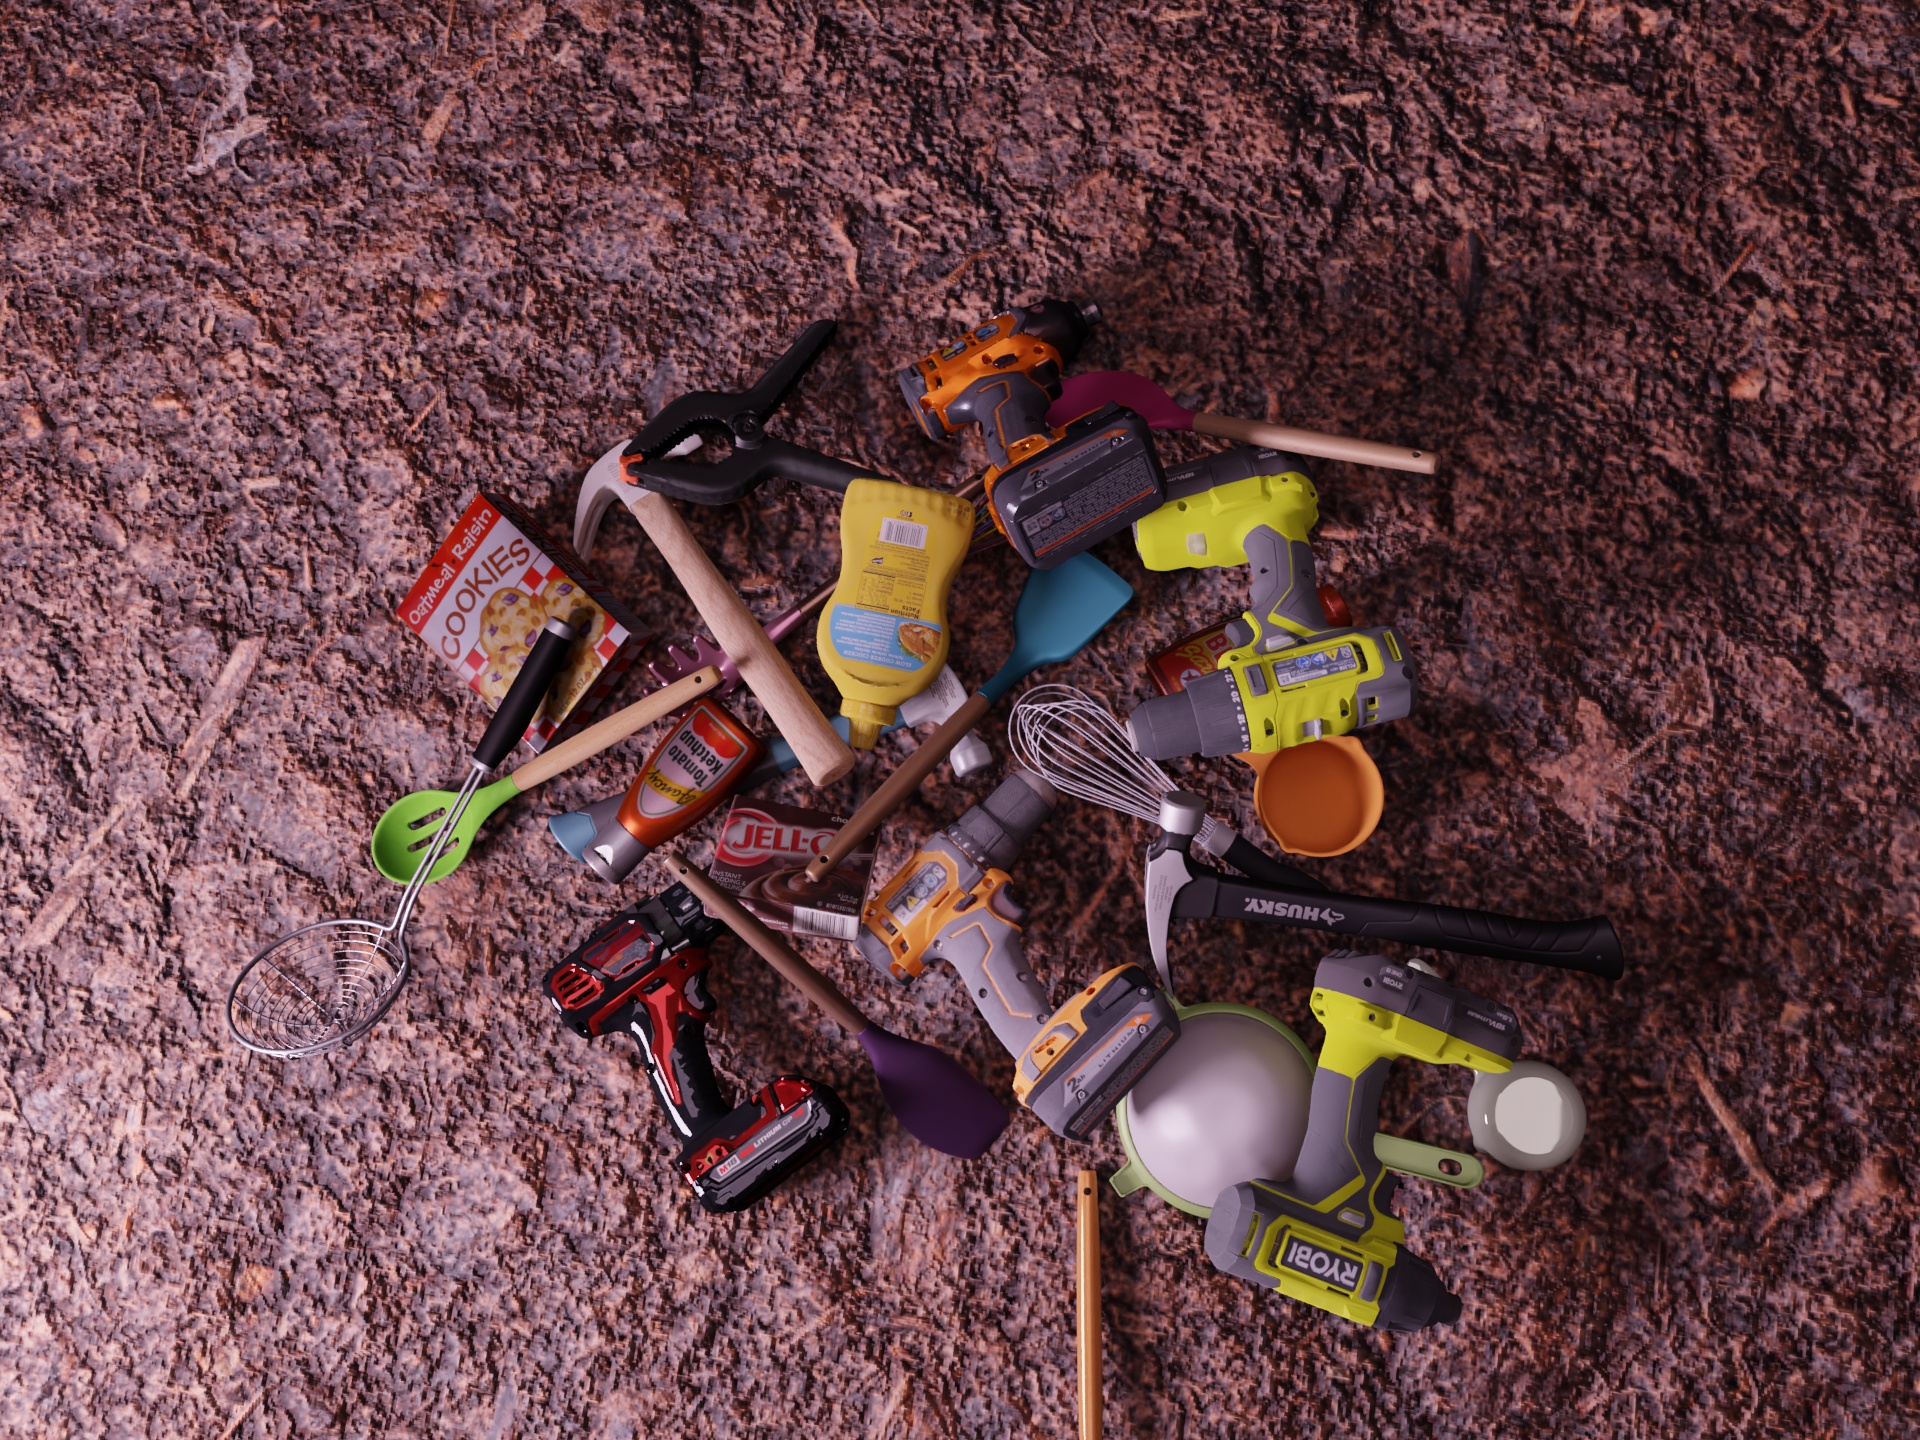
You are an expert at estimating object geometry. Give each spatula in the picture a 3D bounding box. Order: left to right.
[{"bbox_3d":[-0.089,0.200,1.112,0.315,0.018,0.060,45,86,-13],"label":"spatula"},{"bbox_3d":[-0.002,-0.004,1.150,0.082,0.044,0.317,37,69,17],"label":"spatula"},{"bbox_3d":[0.090,0.479,1.101,0.081,0.041,0.323,-1,76,6],"label":"spatula"}]

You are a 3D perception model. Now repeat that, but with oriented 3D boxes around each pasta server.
[{"bbox_3d":[-0.102,-0.101,1.216,0.316,0.040,0.060,-36,68,-2],"label":"pasta server"}]

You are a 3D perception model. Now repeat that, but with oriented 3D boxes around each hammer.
[{"bbox_3d":[-0.182,-0.084,1.192,0.130,0.031,0.331,-34,68,-6],"label":"hammer"},{"bbox_3d":[-0.151,0.033,1.199,0.331,0.033,0.128,-21,79,2],"label":"hammer"},{"bbox_3d":[0.292,0.143,1.106,0.335,0.035,0.146,8,110,2],"label":"hammer"}]

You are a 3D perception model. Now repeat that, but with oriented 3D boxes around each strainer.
[{"bbox_3d":[0.234,0.283,1.095,0.256,0.069,0.151,12,81,10],"label":"strainer"}]

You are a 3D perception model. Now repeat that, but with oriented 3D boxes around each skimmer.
[{"bbox_3d":[-0.395,0.077,1.145,0.127,0.090,0.363,29,90,36],"label":"skimmer"}]

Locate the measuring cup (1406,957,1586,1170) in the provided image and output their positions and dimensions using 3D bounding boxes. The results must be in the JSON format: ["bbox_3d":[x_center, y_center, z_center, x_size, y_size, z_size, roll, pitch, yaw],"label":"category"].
[{"bbox_3d":[0.367,0.236,1.105,0.083,0.038,0.168,-35,78,-1],"label":"measuring cup"}]

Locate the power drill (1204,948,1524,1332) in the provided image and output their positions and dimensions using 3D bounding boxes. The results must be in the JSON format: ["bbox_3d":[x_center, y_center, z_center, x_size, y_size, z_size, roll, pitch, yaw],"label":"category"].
[{"bbox_3d":[0.276,0.278,1.043,0.171,0.080,0.223,23,81,-6],"label":"power drill"}]

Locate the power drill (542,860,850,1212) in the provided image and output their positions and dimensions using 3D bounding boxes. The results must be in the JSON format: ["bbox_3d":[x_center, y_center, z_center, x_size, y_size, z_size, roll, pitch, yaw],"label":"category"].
[{"bbox_3d":[-0.170,0.217,1.148,0.188,0.080,0.227,-36,74,-8],"label":"power drill"}]

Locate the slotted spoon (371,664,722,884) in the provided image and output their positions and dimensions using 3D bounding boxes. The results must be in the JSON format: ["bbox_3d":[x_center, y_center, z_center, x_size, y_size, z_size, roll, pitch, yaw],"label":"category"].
[{"bbox_3d":[-0.308,0.036,1.186,0.314,0.031,0.070,-28,82,15],"label":"slotted spoon"}]

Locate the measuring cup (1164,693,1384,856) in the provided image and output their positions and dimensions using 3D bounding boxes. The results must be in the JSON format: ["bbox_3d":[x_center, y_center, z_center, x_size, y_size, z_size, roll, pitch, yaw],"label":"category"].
[{"bbox_3d":[0.219,0.033,1.147,0.173,0.052,0.095,32,86,8],"label":"measuring cup"}]

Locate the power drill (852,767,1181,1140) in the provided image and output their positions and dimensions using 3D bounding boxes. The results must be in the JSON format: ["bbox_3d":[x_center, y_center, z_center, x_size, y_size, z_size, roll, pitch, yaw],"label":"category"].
[{"bbox_3d":[0.052,0.156,1.119,0.185,0.084,0.226,-46,63,-4],"label":"power drill"}]

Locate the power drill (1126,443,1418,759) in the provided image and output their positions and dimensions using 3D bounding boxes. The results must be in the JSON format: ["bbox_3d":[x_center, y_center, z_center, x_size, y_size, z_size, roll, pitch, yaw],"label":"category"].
[{"bbox_3d":[0.194,-0.077,1.116,0.190,0.080,0.229,-14,55,4],"label":"power drill"}]

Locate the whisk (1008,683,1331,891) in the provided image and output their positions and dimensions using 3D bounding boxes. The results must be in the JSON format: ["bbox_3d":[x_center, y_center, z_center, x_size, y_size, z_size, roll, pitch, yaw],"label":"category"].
[{"bbox_3d":[0.159,0.066,1.140,0.284,0.070,0.070,33,85,0],"label":"whisk"}]

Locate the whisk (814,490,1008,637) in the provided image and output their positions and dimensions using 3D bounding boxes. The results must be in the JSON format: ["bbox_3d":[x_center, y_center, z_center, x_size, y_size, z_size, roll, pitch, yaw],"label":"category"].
[{"bbox_3d":[-0.007,-0.130,1.207,0.245,0.051,0.047,-35,56,-2],"label":"whisk"}]

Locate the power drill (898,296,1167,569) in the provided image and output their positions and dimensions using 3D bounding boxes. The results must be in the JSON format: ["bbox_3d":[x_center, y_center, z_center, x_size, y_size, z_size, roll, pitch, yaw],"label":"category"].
[{"bbox_3d":[0.063,-0.226,1.162,0.164,0.084,0.227,-29,46,0],"label":"power drill"}]

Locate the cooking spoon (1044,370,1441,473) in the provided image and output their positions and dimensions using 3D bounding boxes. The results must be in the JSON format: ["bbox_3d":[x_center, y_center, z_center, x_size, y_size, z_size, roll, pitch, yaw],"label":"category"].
[{"bbox_3d":[0.193,-0.211,1.151,0.319,0.017,0.069,18,64,35],"label":"cooking spoon"}]
